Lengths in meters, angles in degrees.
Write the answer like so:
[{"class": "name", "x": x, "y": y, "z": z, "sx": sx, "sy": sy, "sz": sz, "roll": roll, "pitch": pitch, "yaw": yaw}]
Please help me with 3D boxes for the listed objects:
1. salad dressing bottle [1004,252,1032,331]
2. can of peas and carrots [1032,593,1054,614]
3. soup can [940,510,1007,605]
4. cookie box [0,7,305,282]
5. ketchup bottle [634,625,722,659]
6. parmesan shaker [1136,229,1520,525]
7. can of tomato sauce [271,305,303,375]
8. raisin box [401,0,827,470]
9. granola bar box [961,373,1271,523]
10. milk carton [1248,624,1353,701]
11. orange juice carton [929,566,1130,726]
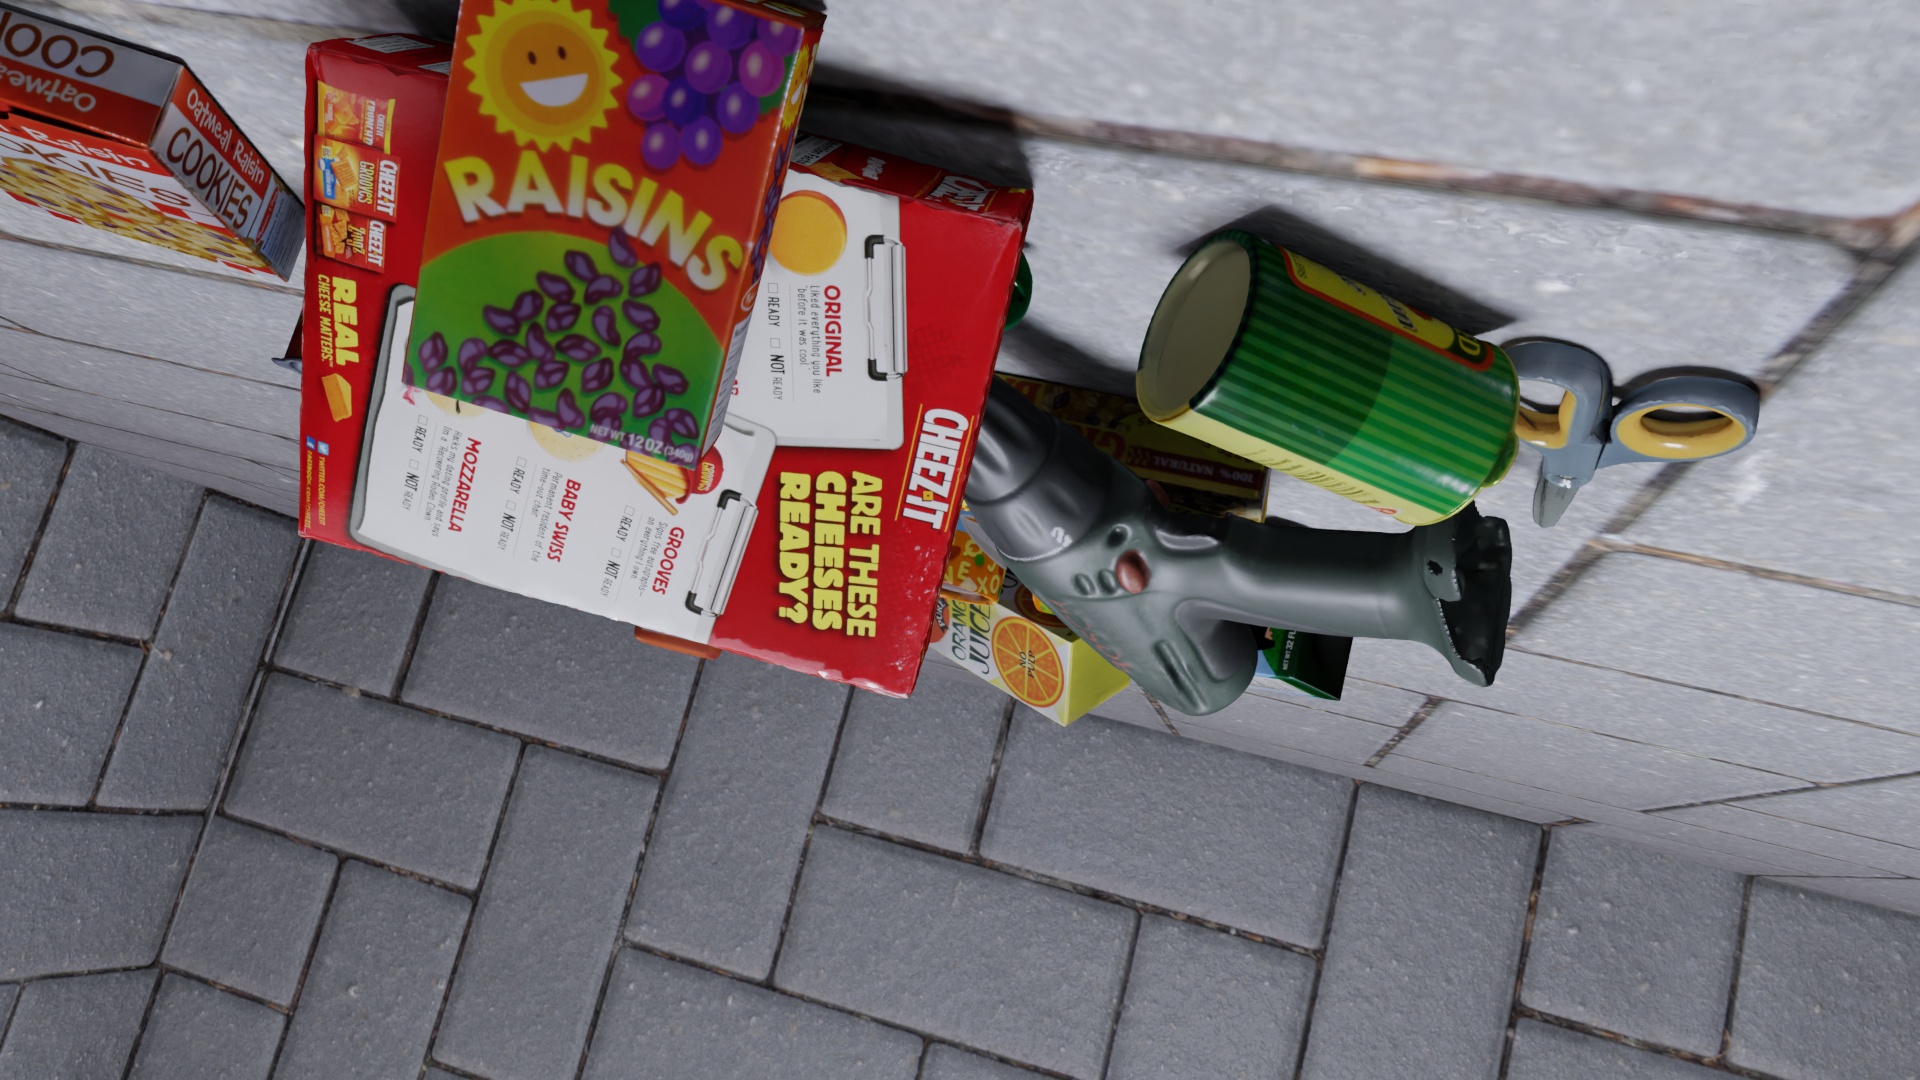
[{"class": "salad dressing bottle", "x": -0.033, "y": -0.089, "z": 0.535, "sx": 0.064, "sy": 0.044, "sz": 0.147, "roll": 30, "pitch": 162, "yaw": -35}, {"class": "can of peas and carrots", "x": 0.086, "y": 0.023, "z": 0.922, "sx": 0.059, "sy": 0.071, "sz": 0.071, "roll": 12, "pitch": 170, "yaw": 21}, {"class": "soup can", "x": 0.003, "y": -0.010, "z": 0.811, "sx": 0.071, "sy": 0.084, "sz": 0.071, "roll": 14, "pitch": 170, "yaw": 3}, {"class": "cookie box", "x": -0.369, "y": -0.168, "z": 0.593, "sx": 0.123, "sy": 0.040, "sz": 0.167, "roll": 16, "pitch": 170, "yaw": -7}, {"class": "ketchup bottle", "x": -0.185, "y": 0.008, "z": 1.003, "sx": 0.065, "sy": 0.149, "sz": 0.043, "roll": 13, "pitch": 169, "yaw": 5}, {"class": "parmesan shaker", "x": 0.118, "y": -0.051, "z": 0.447, "sx": 0.103, "sy": 0.071, "sz": 0.071, "roll": 19, "pitch": 169, "yaw": -21}, {"class": "can of tomato sauce", "x": -0.270, "y": -0.110, "z": 0.648, "sx": 0.071, "sy": 0.083, "sz": 0.071, "roll": 14, "pitch": 170, "yaw": 3}, {"class": "raisin box", "x": -0.094, "y": -0.091, "z": 0.374, "sx": 0.086, "sy": 0.123, "sz": 0.040, "roll": 17, "pitch": -158, "yaw": -4}, {"class": "granola bar box", "x": 0.069, "y": -0.035, "z": 0.688, "sx": 0.165, "sy": 0.039, "sz": 0.124, "roll": 12, "pitch": 166, "yaw": 14}, {"class": "milk carton", "x": 0.177, "y": 0.060, "z": 0.993, "sx": 0.190, "sy": 0.072, "sz": 0.073, "roll": 4, "pitch": 166, "yaw": 43}, {"class": "orange juice carton", "x": 0.031, "y": 0.051, "z": 1.011, "sx": 0.072, "sy": 0.072, "sz": 0.193, "roll": -26, "pitch": -141, "yaw": -38}]
